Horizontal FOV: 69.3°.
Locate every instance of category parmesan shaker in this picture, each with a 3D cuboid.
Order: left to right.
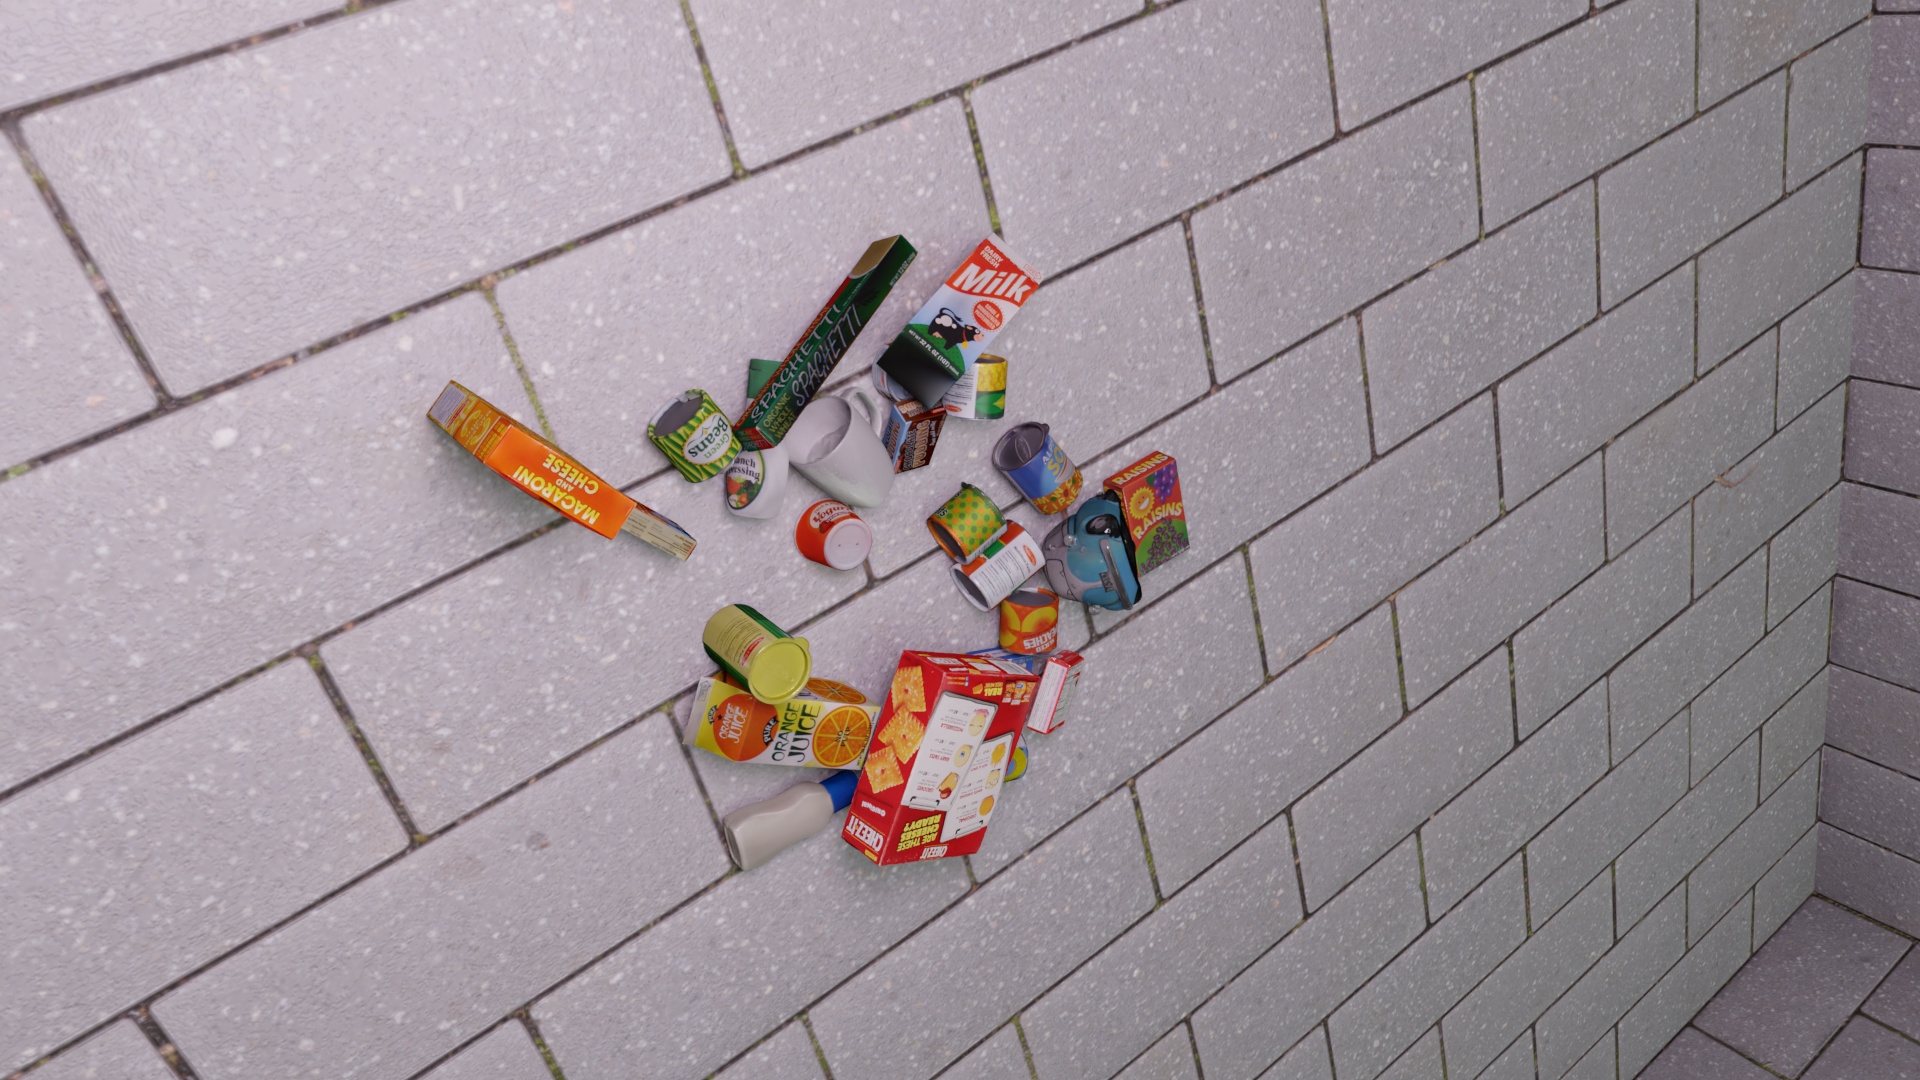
[{"bbox_3d":[-0.194,0.105,1.336,0.071,0.103,0.071,-13,114,-31],"label":"parmesan shaker"}]

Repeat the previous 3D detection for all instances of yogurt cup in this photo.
[{"bbox_3d":[-0.124,-0.003,1.380,0.072,0.054,0.072,-13,114,-31],"label":"yogurt cup"}]

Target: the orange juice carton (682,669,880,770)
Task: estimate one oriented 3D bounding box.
[{"bbox_3d":[-0.183,0.178,1.389,0.193,0.073,0.071,11,101,-38],"label":"orange juice carton"}]

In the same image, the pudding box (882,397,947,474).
[{"bbox_3d":[-0.049,-0.106,1.388,0.050,0.030,0.083,-16,149,-28],"label":"pudding box"}]

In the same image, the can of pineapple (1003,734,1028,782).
[{"bbox_3d":[0.035,0.246,1.576,0.058,0.071,0.070,-6,110,-34],"label":"can of pineapple"}]

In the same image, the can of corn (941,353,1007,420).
[{"bbox_3d":[0.015,-0.158,1.419,0.071,0.071,0.058,-7,110,-34],"label":"can of corn"}]

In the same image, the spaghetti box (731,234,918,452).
[{"bbox_3d":[-0.123,-0.184,1.281,0.028,0.050,0.251,45,64,-28],"label":"spaghetti box"}]

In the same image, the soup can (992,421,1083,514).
[{"bbox_3d":[0.086,-0.079,1.495,0.071,0.071,0.083,-52,128,-9],"label":"soup can"}]

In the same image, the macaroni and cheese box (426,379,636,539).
[{"bbox_3d":[-0.349,-0.065,1.124,0.123,0.167,0.040,37,85,-38],"label":"macaroni and cheese box"}]

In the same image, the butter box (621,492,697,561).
[{"bbox_3d":[-0.292,-0.019,1.255,0.103,0.053,0.024,32,89,-38],"label":"butter box"}]

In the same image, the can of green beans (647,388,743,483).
[{"bbox_3d":[-0.240,-0.095,1.256,0.071,0.071,0.057,-46,127,-13],"label":"can of green beans"}]

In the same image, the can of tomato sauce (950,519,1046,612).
[{"bbox_3d":[0.039,0.028,1.503,0.083,0.071,0.071,-40,125,-18],"label":"can of tomato sauce"}]

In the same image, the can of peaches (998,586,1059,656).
[{"bbox_3d":[0.078,0.089,1.548,0.071,0.071,0.058,-10,111,-33],"label":"can of peaches"}]

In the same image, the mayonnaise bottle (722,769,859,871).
[{"bbox_3d":[-0.174,0.287,1.457,0.149,0.041,0.064,-23,120,-29],"label":"mayonnaise bottle"}]

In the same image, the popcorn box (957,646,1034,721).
[{"bbox_3d":[0.019,0.169,1.554,0.127,0.038,0.085,-7,112,-34],"label":"popcorn box"}]

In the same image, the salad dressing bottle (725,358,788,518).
[{"bbox_3d":[-0.187,-0.096,1.301,0.044,0.064,0.147,2,97,-49],"label":"salad dressing bottle"}]

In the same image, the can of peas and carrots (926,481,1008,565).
[{"bbox_3d":[0.005,-0.018,1.462,0.059,0.071,0.070,-41,126,-16],"label":"can of peas and carrots"}]

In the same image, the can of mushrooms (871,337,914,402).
[{"bbox_3d":[-0.052,-0.168,1.387,0.071,0.033,0.070,-12,112,-32],"label":"can of mushrooms"}]

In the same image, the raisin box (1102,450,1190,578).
[{"bbox_3d":[0.219,-0.031,1.627,0.086,0.040,0.122,-28,122,-24],"label":"raisin box"}]

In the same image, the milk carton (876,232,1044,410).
[{"bbox_3d":[0.009,-0.223,1.353,0.072,0.073,0.191,41,60,-6],"label":"milk carton"}]
